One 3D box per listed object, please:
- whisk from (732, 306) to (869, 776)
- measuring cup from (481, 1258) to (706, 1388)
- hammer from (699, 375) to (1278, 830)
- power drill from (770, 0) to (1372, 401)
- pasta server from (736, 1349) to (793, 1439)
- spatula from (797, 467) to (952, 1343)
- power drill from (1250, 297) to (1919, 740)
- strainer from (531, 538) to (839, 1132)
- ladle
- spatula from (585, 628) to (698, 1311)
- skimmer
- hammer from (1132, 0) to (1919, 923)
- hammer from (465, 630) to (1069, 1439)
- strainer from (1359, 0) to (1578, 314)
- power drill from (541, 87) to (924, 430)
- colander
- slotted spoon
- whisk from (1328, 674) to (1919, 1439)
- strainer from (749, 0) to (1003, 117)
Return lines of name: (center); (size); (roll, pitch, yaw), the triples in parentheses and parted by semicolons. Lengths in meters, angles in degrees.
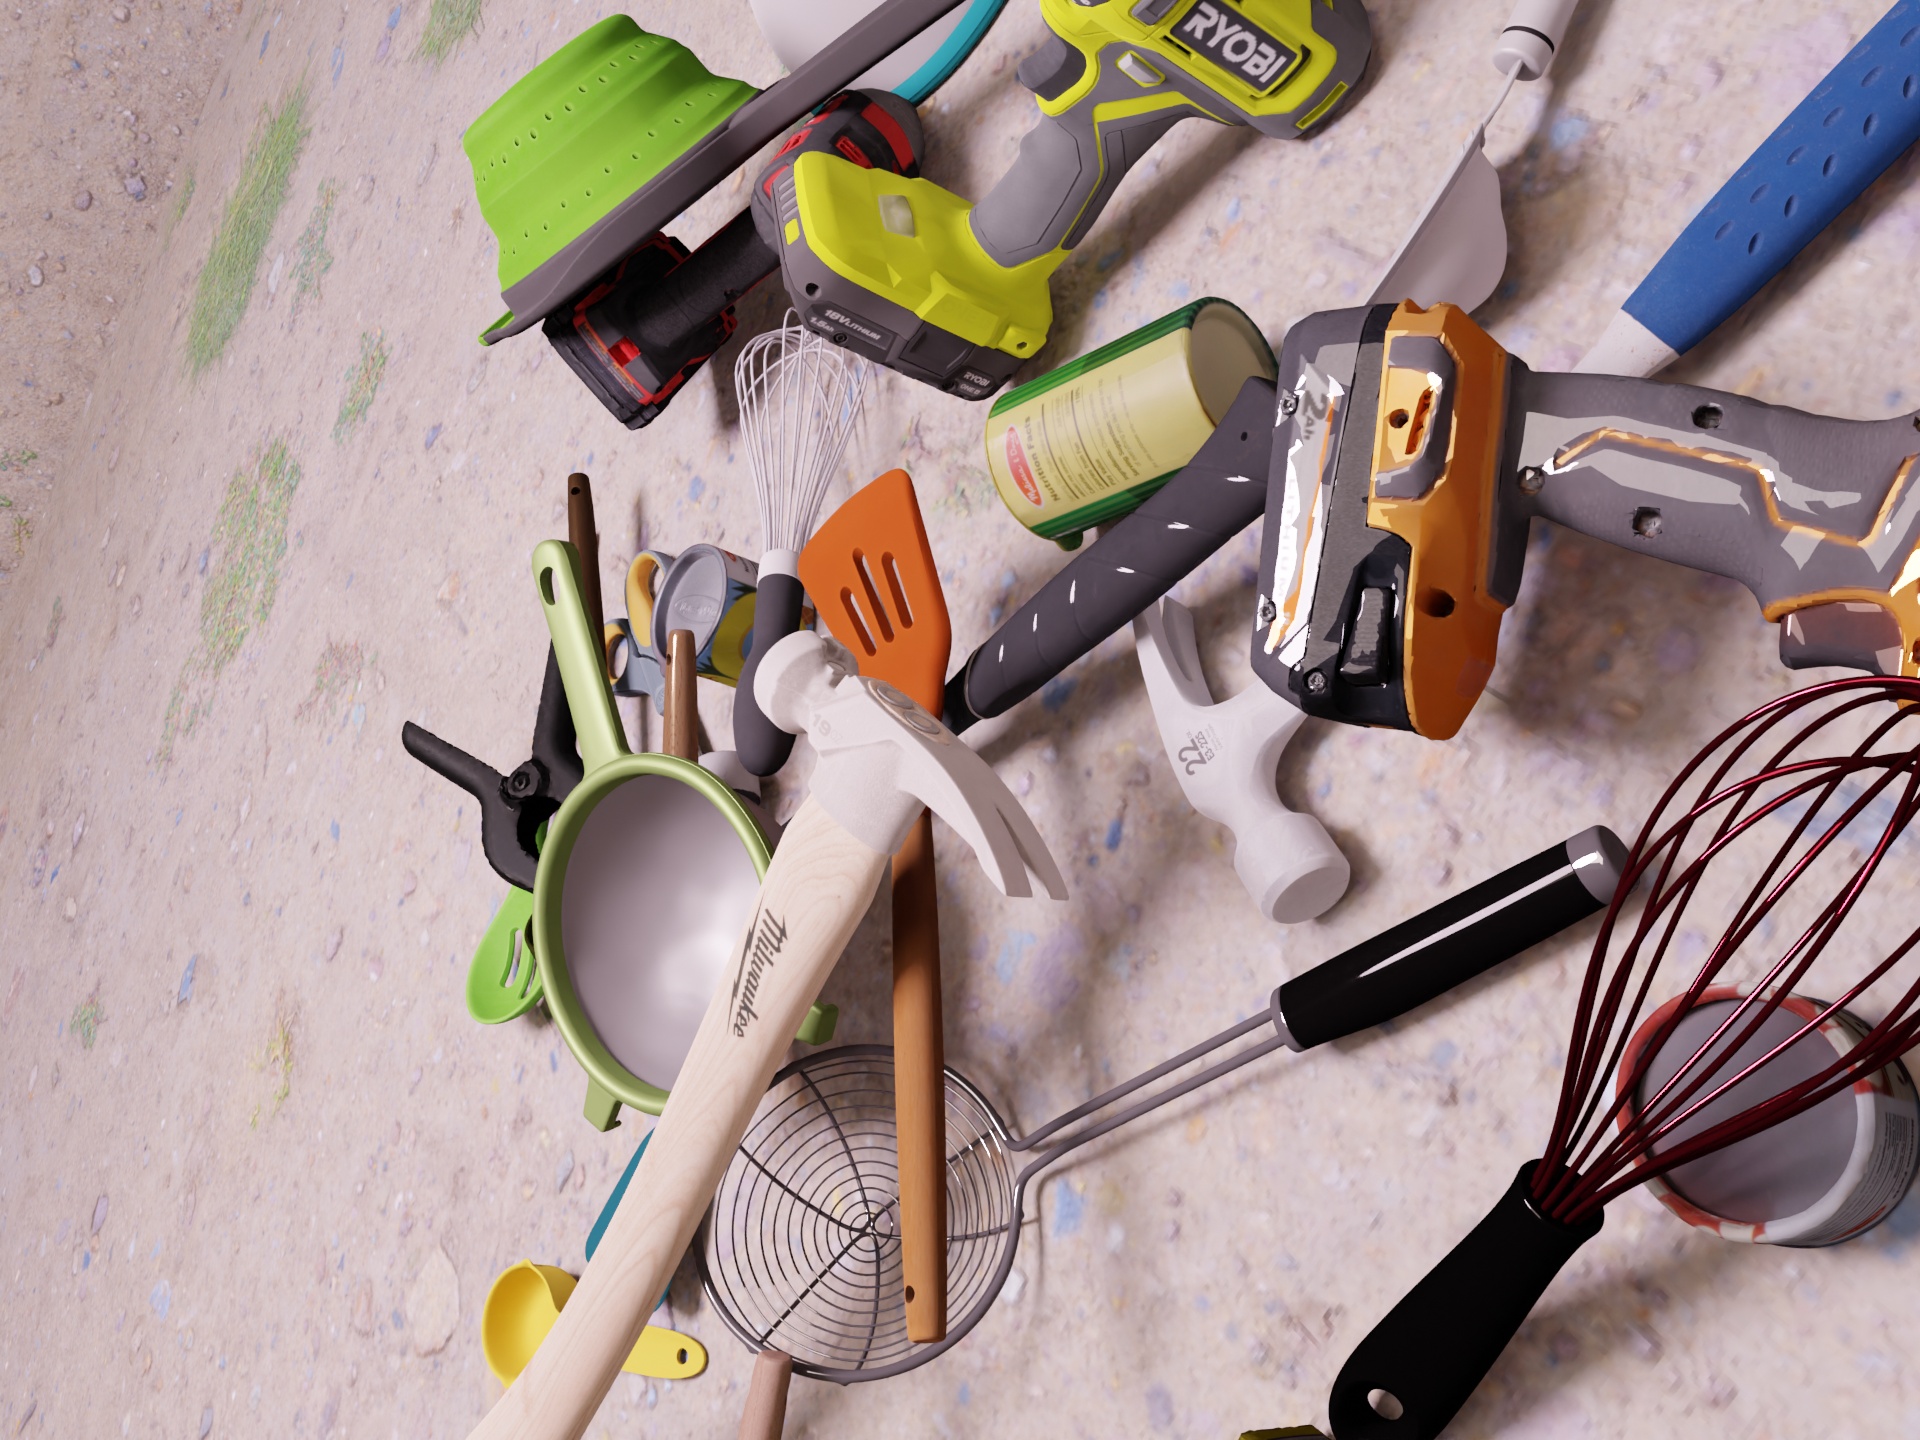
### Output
whisk: (-0.081, -0.094, 0.759); (0.070, 0.070, 0.285); (-32, 43, 37)
measuring cup: (-0.175, 0.302, 0.781); (0.156, 0.029, 0.062); (-5, 72, 35)
hammer: (-0.001, -0.002, 0.650); (0.409, 0.036, 0.149); (-39, 52, 42)
power drill: (0.023, -0.244, 0.636); (0.228, 0.190, 0.080); (-39, 50, 38)
pasta server: (-0.105, 0.382, 0.562); (0.060, 0.040, 0.316); (118, 163, -86)
spatula: (-0.025, 0.058, 0.589); (0.081, 0.041, 0.323); (-34, 49, 44)
power drill: (0.196, -0.027, 0.417); (0.226, 0.084, 0.185); (5, 89, 31)
strainer: (-0.126, 0.039, 0.690); (0.151, 0.069, 0.256); (-29, 73, 34)
ladle: (-0.206, -0.007, 0.878); (0.078, 0.062, 0.320); (-11, 66, 3)
spatula: (-0.144, 0.115, 0.763); (0.082, 0.044, 0.317); (7, 97, 53)
skimmer: (0.049, 0.123, 0.541); (0.363, 0.090, 0.127); (-37, 51, 34)
hammer: (0.204, -0.117, 0.500); (0.405, 0.035, 0.144); (-49, 46, 24)
hammer: (-0.102, 0.177, 0.588); (0.146, 0.038, 0.410); (41, 111, 39)
strainer: (0.193, -0.223, 0.550); (0.258, 0.050, 0.087); (-64, -3, 1)
power drill: (-0.112, -0.256, 0.851); (0.219, 0.078, 0.143); (-24, 26, 37)
colander: (-0.130, -0.322, 0.787); (0.397, 0.094, 0.205); (-20, 29, 37)
slotted spoon: (-0.247, 0.028, 0.955); (0.070, 0.031, 0.314); (-9, 66, 31)
whisk: (0.159, 0.107, 0.397); (0.073, 0.073, 0.295); (60, 142, 41)
strainer: (-0.012, -0.467, 0.826); (0.340, 0.095, 0.211); (-31, 54, 39)
